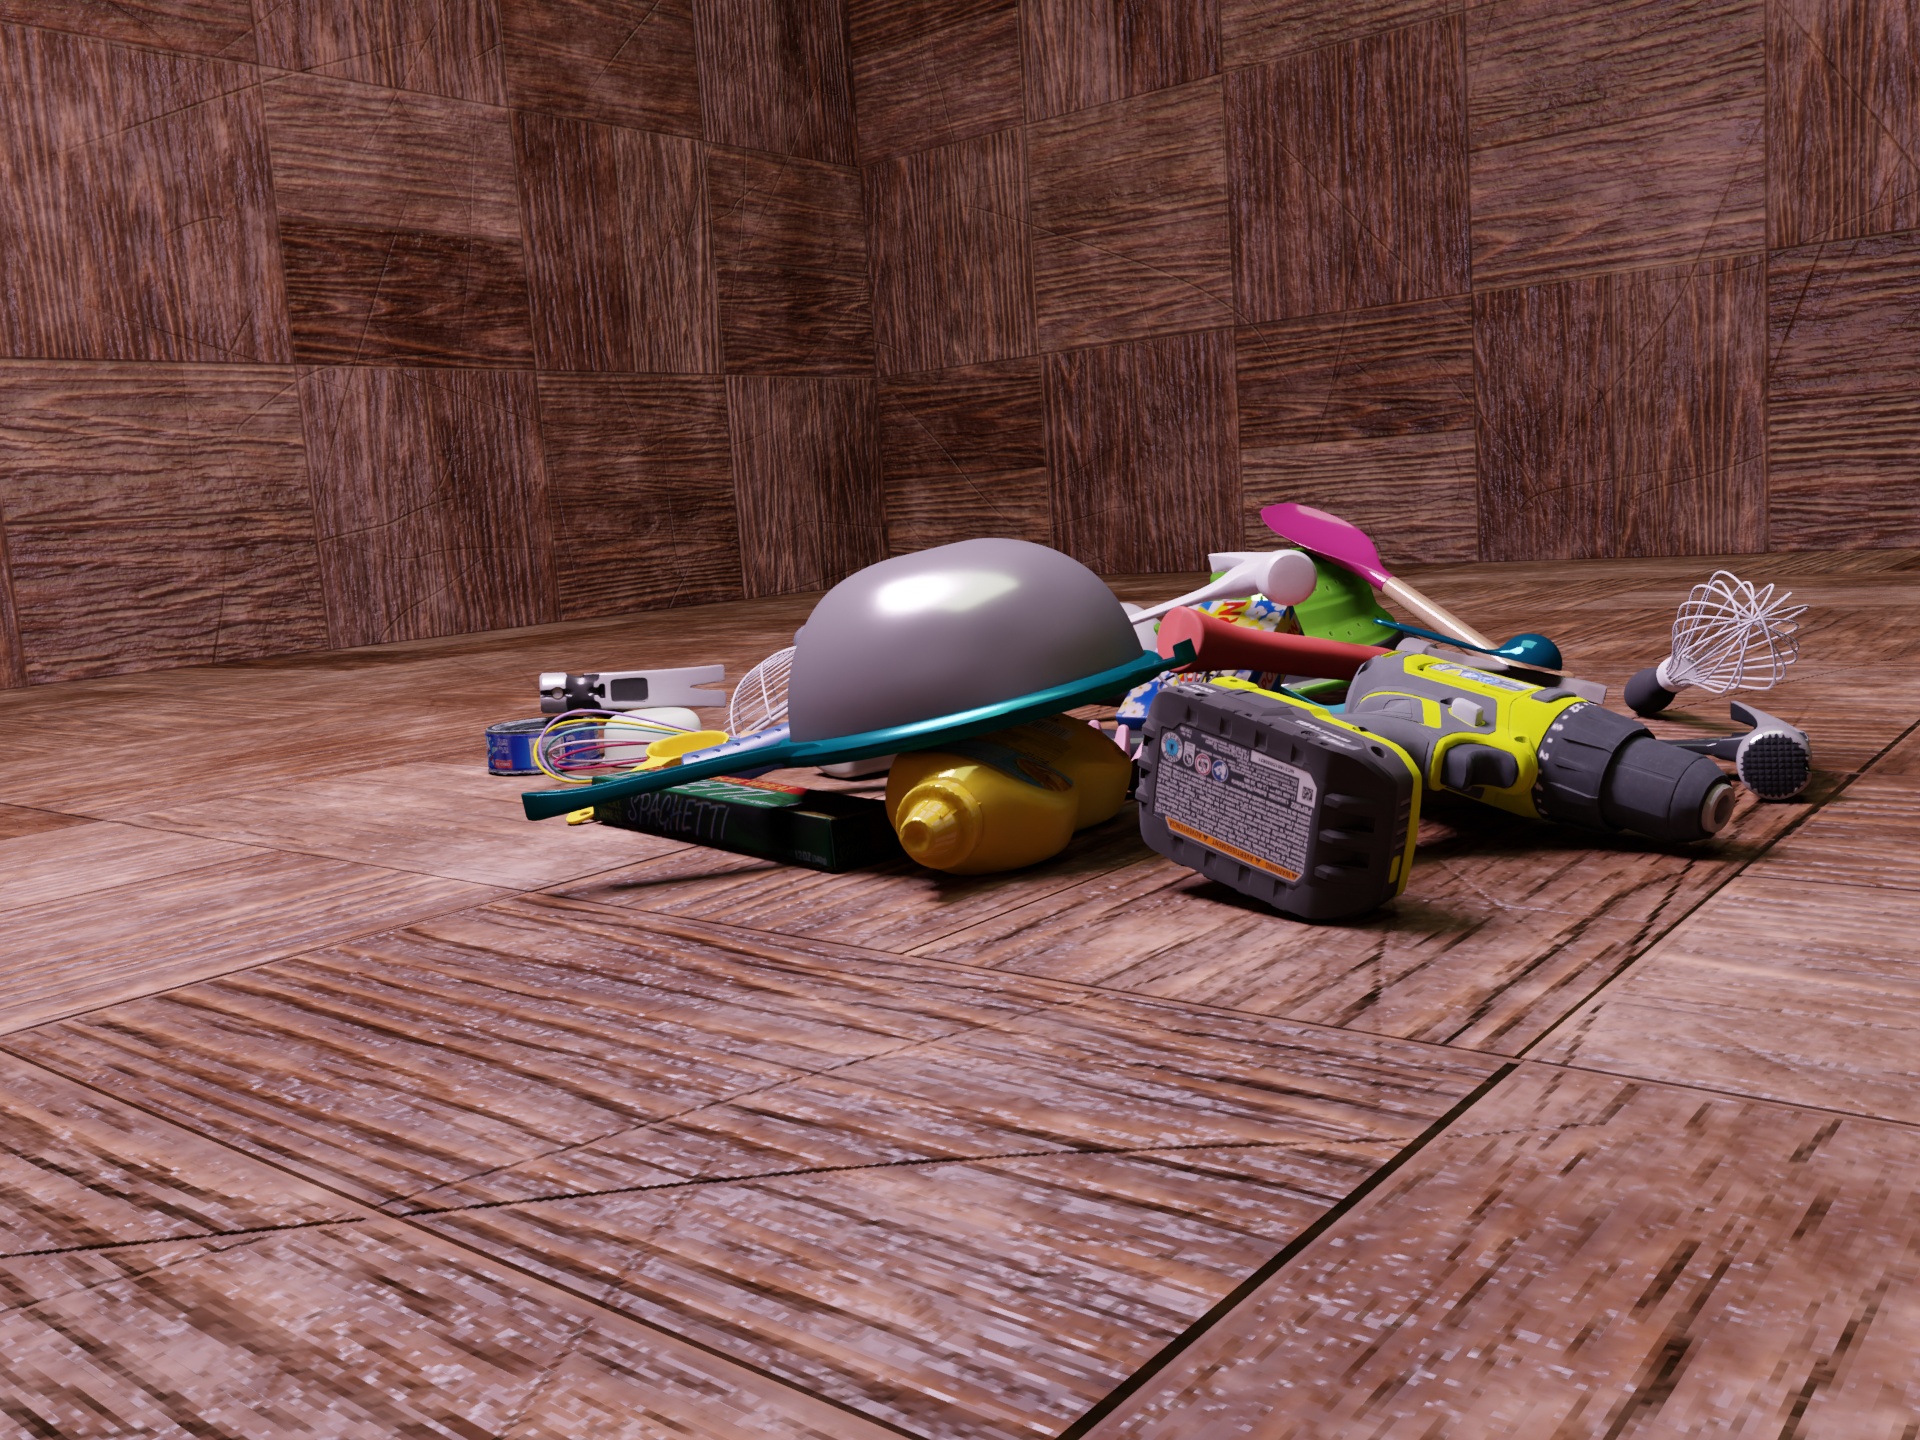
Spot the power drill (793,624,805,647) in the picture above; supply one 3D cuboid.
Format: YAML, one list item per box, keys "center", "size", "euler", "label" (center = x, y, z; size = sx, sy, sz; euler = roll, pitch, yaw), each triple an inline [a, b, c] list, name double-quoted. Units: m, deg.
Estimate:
- center: [-0.017, -0.072, 1.462]
  size: [0.226, 0.084, 0.185]
  euler: [5, 27, 39]
  label: "power drill"

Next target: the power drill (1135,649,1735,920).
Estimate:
- center: [0.213, 0.024, 0.722]
  size: [0.228, 0.080, 0.191]
  euler: [-8, 20, -36]
  label: "power drill"

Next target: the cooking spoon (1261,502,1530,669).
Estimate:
- center: [0.337, -0.088, 1.185]
  size: [0.068, 0.017, 0.319]
  euler: [-14, 40, -28]
  label: "cooking spoon"

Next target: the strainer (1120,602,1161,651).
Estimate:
- center: [0.136, -0.092, 1.666]
  size: [0.151, 0.069, 0.256]
  euler: [-7, 10, -19]
  label: "strainer"

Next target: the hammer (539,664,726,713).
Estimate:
- center: [-0.296, -0.024, 1.403]
  size: [0.146, 0.035, 0.335]
  euler: [-3, 1, -15]
  label: "hammer"

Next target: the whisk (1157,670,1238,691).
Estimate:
- center: [0.134, -0.014, 0.930]
  size: [0.055, 0.055, 0.239]
  euler: [-2, 9, 12]
  label: "whisk"

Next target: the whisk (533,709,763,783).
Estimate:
- center: [-0.178, 0.023, 1.131]
  size: [0.245, 0.051, 0.047]
  euler: [-1, 28, -7]
  label: "whisk"

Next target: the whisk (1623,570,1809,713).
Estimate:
- center: [0.451, -0.034, 0.981]
  size: [0.070, 0.070, 0.284]
  euler: [-3, -9, 10]
  label: "whisk"

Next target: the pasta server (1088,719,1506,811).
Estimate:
- center: [0.183, 0.027, 0.888]
  size: [0.316, 0.040, 0.060]
  euler: [3, 5, 35]
  label: "pasta server"

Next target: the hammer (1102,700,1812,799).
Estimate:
- center: [0.269, 0.016, 0.939]
  size: [0.409, 0.036, 0.149]
  euler: [-1, 7, 25]
  label: "hammer"

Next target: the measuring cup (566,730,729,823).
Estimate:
- center: [-0.204, 0.045, 1.039]
  size: [0.062, 0.029, 0.156]
  euler: [0, 20, 27]
  label: "measuring cup"

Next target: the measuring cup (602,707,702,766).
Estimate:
- center: [-0.240, 0.004, 1.265]
  size: [0.083, 0.038, 0.168]
  euler: [-5, 10, -5]
  label: "measuring cup"

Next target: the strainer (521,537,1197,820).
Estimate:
- center: [-0.064, -0.031, 0.828]
  size: [0.340, 0.095, 0.211]
  euler: [-14, 5, -16]
  label: "strainer"

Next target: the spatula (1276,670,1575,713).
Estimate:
- center: [0.340, -0.027, 1.180]
  size: [0.317, 0.044, 0.082]
  euler: [-6, 22, -26]
  label: "spatula"

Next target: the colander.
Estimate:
- center: [0.245, -0.099, 1.377]
  size: [0.204, 0.094, 0.397]
  euler: [-14, 11, -12]
  label: "colander"

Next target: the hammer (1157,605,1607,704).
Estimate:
- center: [0.252, -0.033, 0.979]
  size: [0.358, 0.036, 0.149]
  euler: [3, 12, -45]
  label: "hammer"

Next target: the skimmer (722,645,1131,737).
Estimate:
- center: [-0.002, -0.004, 1.249]
  size: [0.363, 0.090, 0.127]
  euler: [6, 4, -4]
  label: "skimmer"

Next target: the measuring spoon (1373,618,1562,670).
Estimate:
- center: [0.347, -0.059, 1.083]
  size: [0.128, 0.021, 0.042]
  euler: [15, 9, 7]
  label: "measuring spoon"

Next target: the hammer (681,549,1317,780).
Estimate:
- center: [0.019, -0.031, 1.021]
  size: [0.405, 0.035, 0.144]
  euler: [-20, 8, -1]
  label: "hammer"
